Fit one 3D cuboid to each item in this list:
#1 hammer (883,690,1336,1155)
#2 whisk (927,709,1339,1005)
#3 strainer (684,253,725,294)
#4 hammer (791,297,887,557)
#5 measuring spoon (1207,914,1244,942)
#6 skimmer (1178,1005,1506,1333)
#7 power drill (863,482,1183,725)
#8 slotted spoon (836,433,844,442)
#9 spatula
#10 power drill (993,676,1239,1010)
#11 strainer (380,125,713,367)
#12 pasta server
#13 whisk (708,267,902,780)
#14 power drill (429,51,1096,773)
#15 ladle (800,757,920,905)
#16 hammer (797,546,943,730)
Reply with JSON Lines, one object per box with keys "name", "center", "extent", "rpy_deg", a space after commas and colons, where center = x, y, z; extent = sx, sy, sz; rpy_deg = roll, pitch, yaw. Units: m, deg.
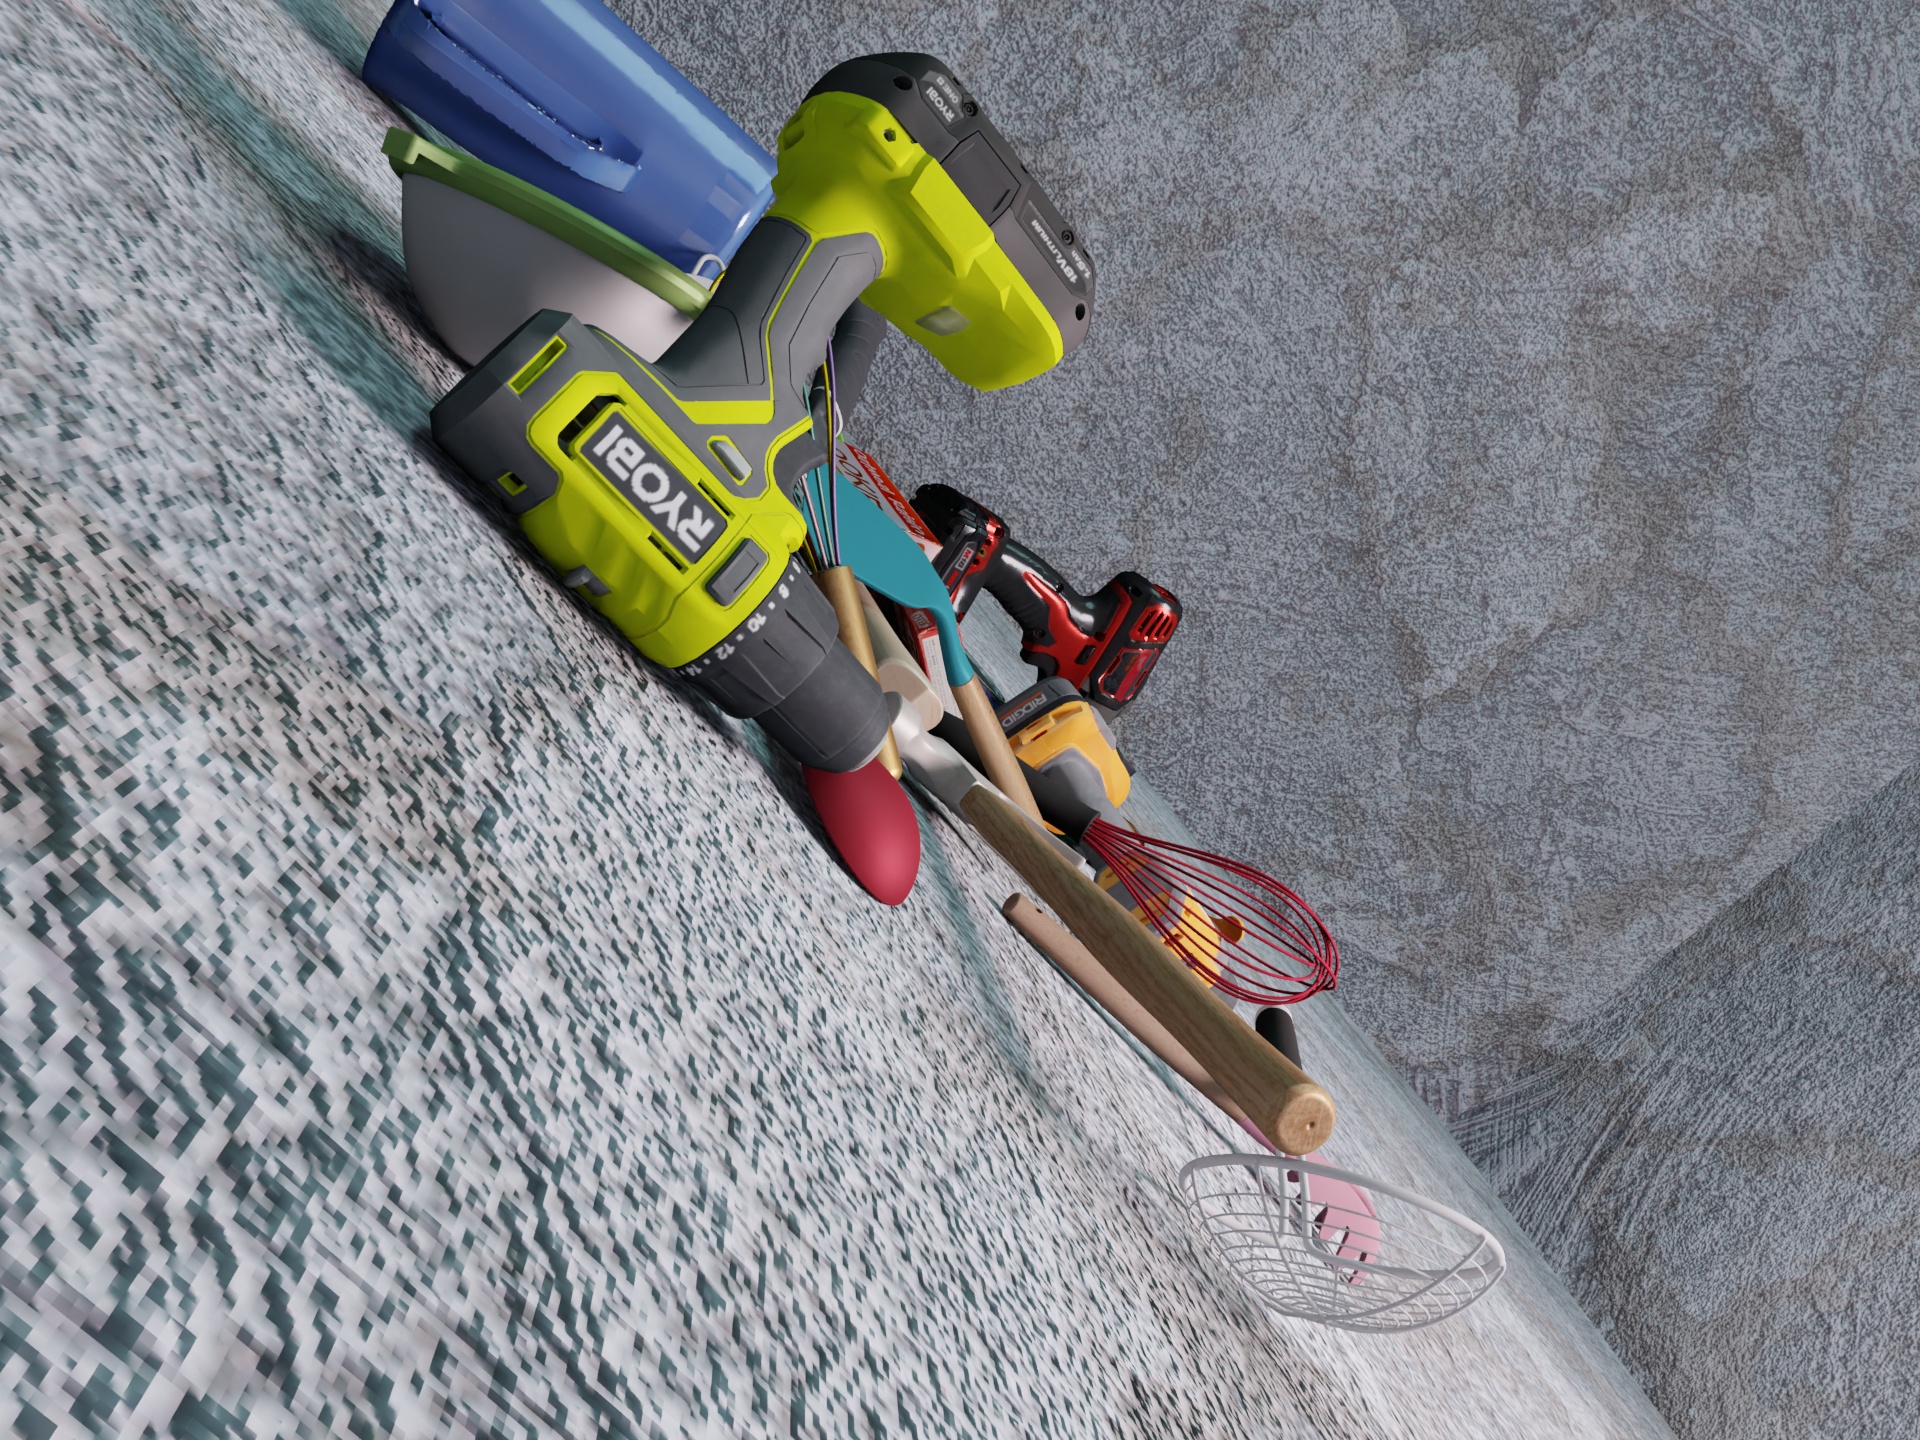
{"name": "hammer", "center": [0.059, 0.088, 0.714], "extent": [0.129, 0.031, 0.332], "rpy_deg": [42, 0, -33]}
{"name": "whisk", "center": [0.092, 0.075, 0.941], "extent": [0.296, 0.073, 0.073], "rpy_deg": [33, 2, 15]}
{"name": "strainer", "center": [-0.143, -0.192, 0.902], "extent": [0.086, 0.050, 0.259], "rpy_deg": [15, 34, -22]}
{"name": "hammer", "center": [-0.077, -0.165, 0.912], "extent": [0.149, 0.036, 0.409], "rpy_deg": [61, 18, -26]}
{"name": "measuring spoon", "center": [0.158, 0.142, 1.152], "extent": [0.117, 0.021, 0.011], "rpy_deg": [7, 5, 44]}
{"name": "skimmer", "center": [0.167, 0.179, 0.756], "extent": [0.127, 0.090, 0.363], "rpy_deg": [16, 12, 5]}
{"name": "power drill", "center": [0.035, -0.052, 1.162], "extent": [0.226, 0.188, 0.080], "rpy_deg": [25, 14, -30]}
{"name": "slotted spoon", "center": [-0.058, -0.126, 1.216], "extent": [0.070, 0.031, 0.313], "rpy_deg": [60, -1, 37]}
{"name": "spatula", "center": [-0.001, -0.003, 0.866], "extent": [0.082, 0.044, 0.317], "rpy_deg": [-92, 161, -51]}
{"name": "power drill", "center": [0.113, 0.097, 1.095], "extent": [0.185, 0.084, 0.226], "rpy_deg": [51, 7, -49]}
{"name": "strainer", "center": [-0.190, -0.178, 0.697], "extent": [0.151, 0.069, 0.256], "rpy_deg": [25, 1, -23]}
{"name": "pasta server", "center": [0.128, 0.197, 0.847], "extent": [0.316, 0.040, 0.060], "rpy_deg": [43, 8, -20]}
{"name": "whisk", "center": [-0.070, -0.088, 0.722], "extent": [0.047, 0.051, 0.245], "rpy_deg": [-16, 92, -48]}
{"name": "power drill", "center": [-0.051, -0.112, 0.585], "extent": [0.190, 0.228, 0.080], "rpy_deg": [47, -25, -23]}
{"name": "ladle", "center": [-0.099, -0.045, 0.682], "extent": [0.316, 0.031, 0.069], "rpy_deg": [52, 7, 33]}
{"name": "hammer", "center": [-0.092, -0.113, 1.091], "extent": [0.146, 0.038, 0.411], "rpy_deg": [46, 7, -41]}
